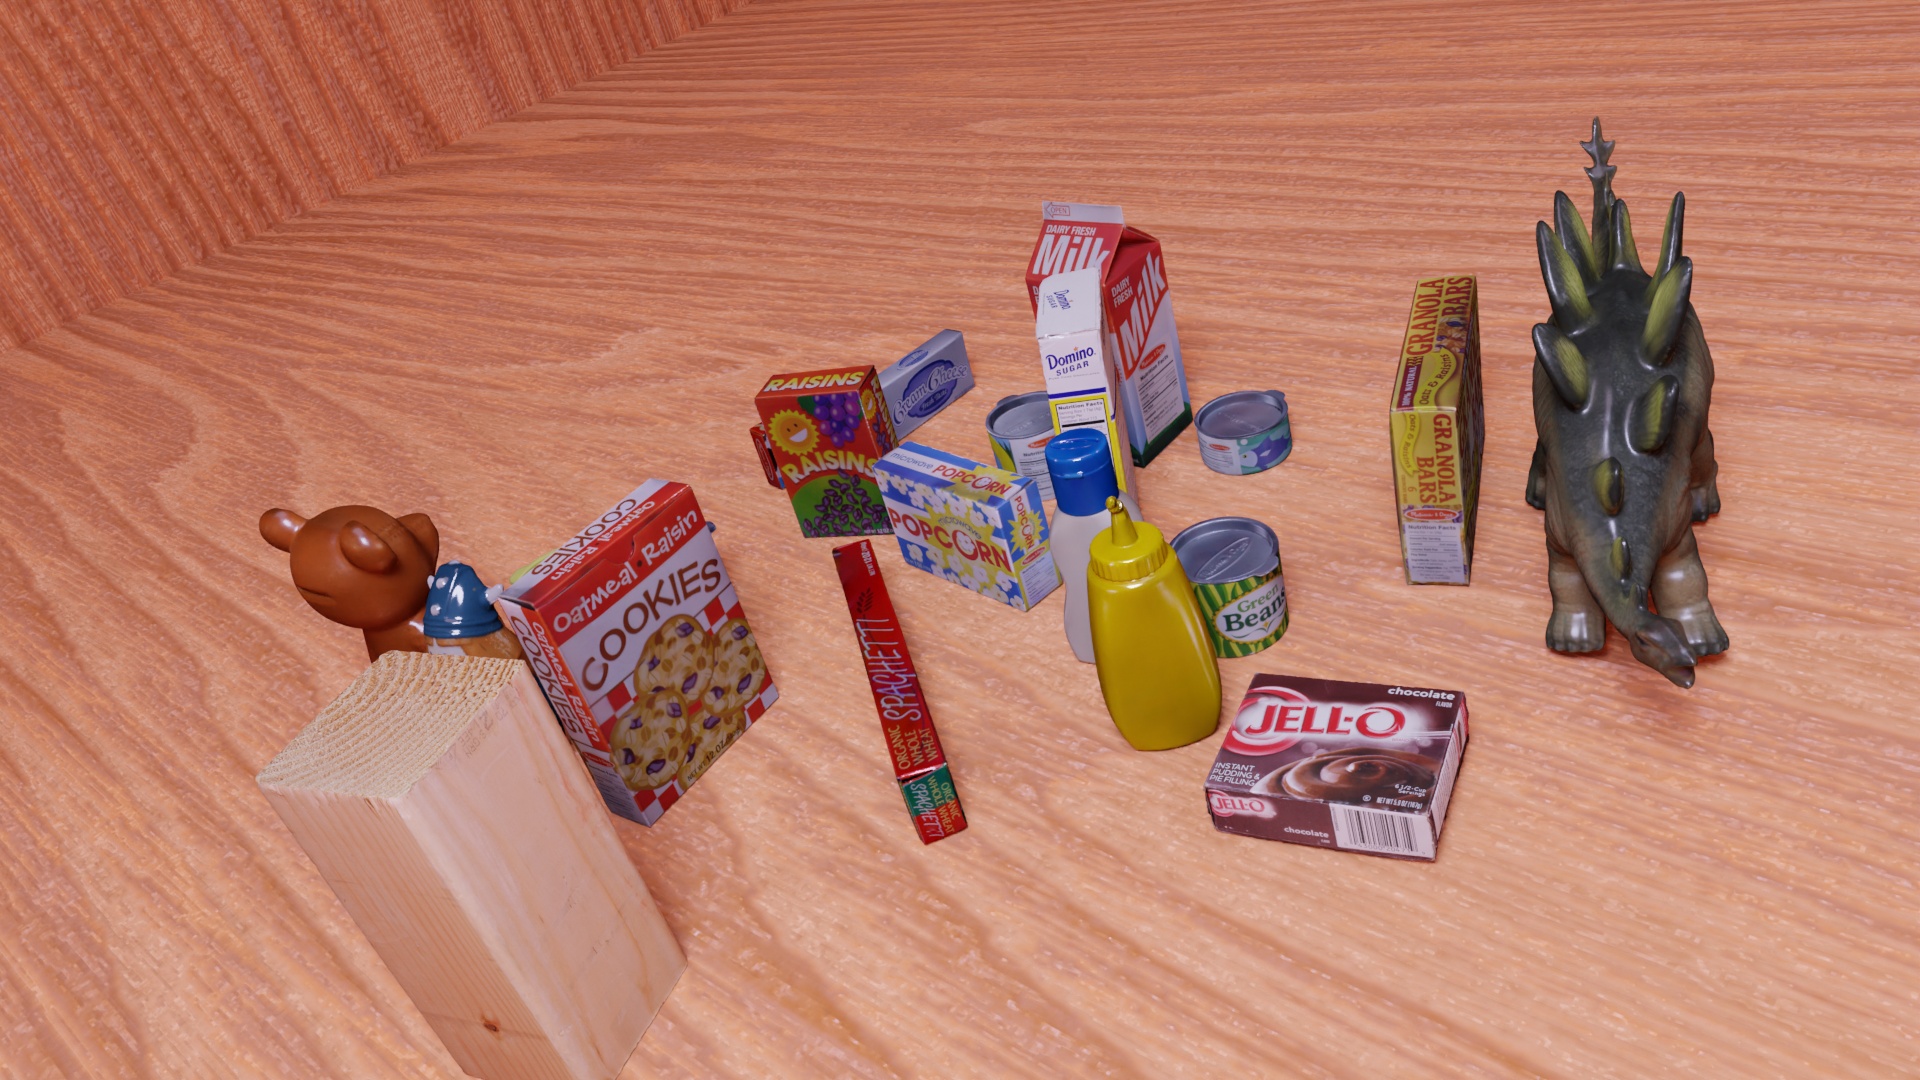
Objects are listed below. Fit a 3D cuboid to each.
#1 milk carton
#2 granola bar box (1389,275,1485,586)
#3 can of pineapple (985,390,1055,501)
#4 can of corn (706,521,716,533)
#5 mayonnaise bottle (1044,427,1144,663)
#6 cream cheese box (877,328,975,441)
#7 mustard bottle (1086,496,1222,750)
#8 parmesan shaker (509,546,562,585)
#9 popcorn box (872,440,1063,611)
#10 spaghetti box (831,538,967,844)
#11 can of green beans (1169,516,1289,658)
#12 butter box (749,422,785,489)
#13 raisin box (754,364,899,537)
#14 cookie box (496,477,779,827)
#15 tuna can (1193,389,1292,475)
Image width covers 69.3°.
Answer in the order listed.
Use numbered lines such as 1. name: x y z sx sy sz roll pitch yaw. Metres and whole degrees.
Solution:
1. milk carton: 0.106 -0.155 1.006 0.072 0.189 0.074 14 43 40
2. granola bar box: 0.295 -0.070 0.852 0.039 0.123 0.166 0 35 25
3. can of pineapple: 0.056 -0.070 1.023 0.071 0.057 0.071 -12 32 8
4. can of corn: -0.197 0.027 0.987 0.071 0.058 0.071 -12 32 8
5. mayonnaise bottle: 0.082 0.006 0.810 0.065 0.147 0.041 -5 34 19
6. cream cheese box: -0.034 -0.129 1.158 0.024 0.053 0.104 18 46 43
7. mustard bottle: 0.098 0.040 0.739 0.065 0.159 0.049 -14 32 5
8. parmesan shaker: -0.245 0.061 0.915 0.071 0.102 0.072 -12 32 8
9. popcorn box: 0.003 -0.012 0.931 0.038 0.084 0.127 -37 37 -29
10. spaghetti box: -0.041 0.082 0.841 0.029 0.050 0.251 -19 32 -4
11. can of green beans: 0.159 0.028 0.826 0.071 0.057 0.071 -12 32 8
12. butter box: -0.120 -0.091 1.138 0.104 0.053 0.024 -35 36 -27
13. raisin box: -0.089 -0.064 1.017 0.086 0.122 0.040 -2 35 22
14. cookie box: -0.183 0.065 0.820 0.040 0.166 0.123 10 41 36
15. tuna can: 0.204 -0.078 0.992 0.071 0.032 0.071 -12 32 8
